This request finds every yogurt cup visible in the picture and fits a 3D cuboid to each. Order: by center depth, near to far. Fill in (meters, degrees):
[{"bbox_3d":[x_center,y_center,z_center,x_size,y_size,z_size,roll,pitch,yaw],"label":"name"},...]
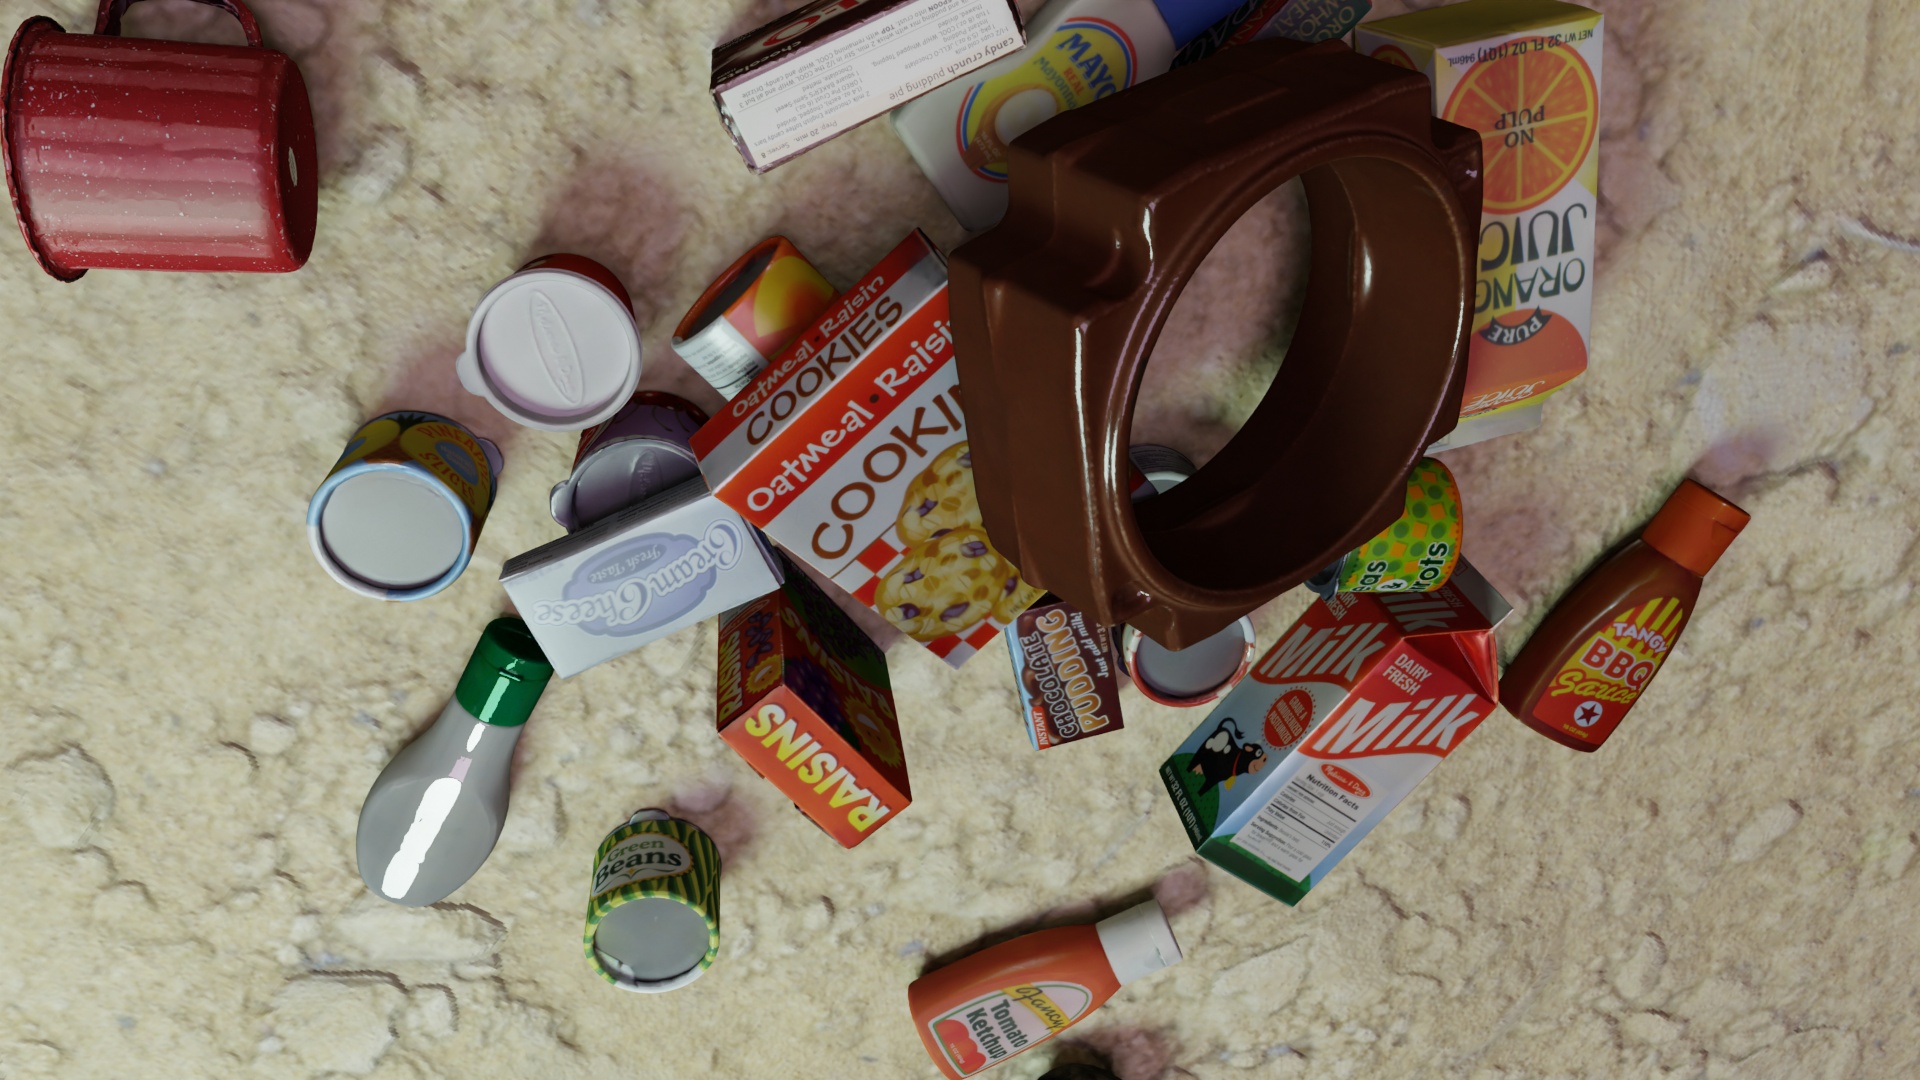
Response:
[{"bbox_3d":[-0.164,-0.085,0.571,0.072,0.054,0.072,-4,116,-8],"label":"yogurt cup"}]

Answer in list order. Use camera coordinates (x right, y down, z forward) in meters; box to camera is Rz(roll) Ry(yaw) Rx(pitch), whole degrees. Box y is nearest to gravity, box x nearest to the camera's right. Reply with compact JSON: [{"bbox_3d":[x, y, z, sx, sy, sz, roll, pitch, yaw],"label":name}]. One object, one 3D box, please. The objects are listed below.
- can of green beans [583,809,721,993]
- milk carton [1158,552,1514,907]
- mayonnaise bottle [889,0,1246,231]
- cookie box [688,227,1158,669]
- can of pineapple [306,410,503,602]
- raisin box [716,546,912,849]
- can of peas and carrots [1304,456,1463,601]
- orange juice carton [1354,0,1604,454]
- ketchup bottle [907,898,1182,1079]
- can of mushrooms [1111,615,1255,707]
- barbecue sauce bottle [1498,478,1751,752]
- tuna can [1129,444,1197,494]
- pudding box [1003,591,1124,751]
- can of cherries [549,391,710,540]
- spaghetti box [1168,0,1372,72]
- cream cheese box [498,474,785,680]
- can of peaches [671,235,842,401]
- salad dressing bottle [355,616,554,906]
[{"bbox_3d":[-0.154,0.184,0.701,0.071,0.058,0.071,-4,116,-8],"label":"can of green beans"},{"bbox_3d":[0.196,0.086,0.704,0.073,0.072,0.190,33,108,-22],"label":"milk carton"},{"bbox_3d":[0.046,-0.191,0.561,0.148,0.041,0.064,-34,114,8],"label":"mayonnaise bottle"},{"bbox_3d":[-0.010,-0.030,0.574,0.123,0.040,0.167,-42,135,8],"label":"cookie box"},{"bbox_3d":[-0.235,-0.016,0.591,0.071,0.058,0.070,-4,116,-8],"label":"can of pineapple"},{"bbox_3d":[-0.068,0.068,0.622,0.040,0.124,0.086,-37,116,9],"label":"raisin box"},{"bbox_3d":[0.197,-0.006,0.660,0.059,0.071,0.070,0,116,-10],"label":"can of peas and carrots"},{"bbox_3d":[0.222,-0.128,0.603,0.072,0.073,0.191,-14,117,-6],"label":"orange juice carton"},{"bbox_3d":[0.049,0.245,0.773,0.149,0.044,0.064,-25,117,3],"label":"ketchup bottle"},{"bbox_3d":[0.110,0.050,0.694,0.071,0.033,0.070,-4,116,-8],"label":"can of mushrooms"},{"bbox_3d":[0.346,0.038,0.721,0.065,0.044,0.148,24,109,-18],"label":"barbecue sauce bottle"},{"bbox_3d":[0.089,-0.008,0.662,0.071,0.033,0.070,-4,116,-8],"label":"tuna can"},{"bbox_3d":[0.050,0.059,0.690,0.050,0.030,0.083,-13,117,-2],"label":"pudding box"},{"bbox_3d":[-0.138,-0.026,0.602,0.071,0.058,0.071,-4,117,-7],"label":"can of cherries"},{"bbox_3d":[0.063,-0.146,0.582,0.249,0.050,0.028,-44,116,12],"label":"spaghetti box"},{"bbox_3d":[-0.131,0.013,0.575,0.104,0.024,0.053,-23,119,2],"label":"cream cheese box"},{"bbox_3d":[-0.077,-0.086,0.581,0.071,0.071,0.058,-41,115,11],"label":"can of peaches"},{"bbox_3d":[-0.236,0.105,0.659,0.064,0.044,0.147,26,108,-18],"label":"salad dressing bottle"}]
